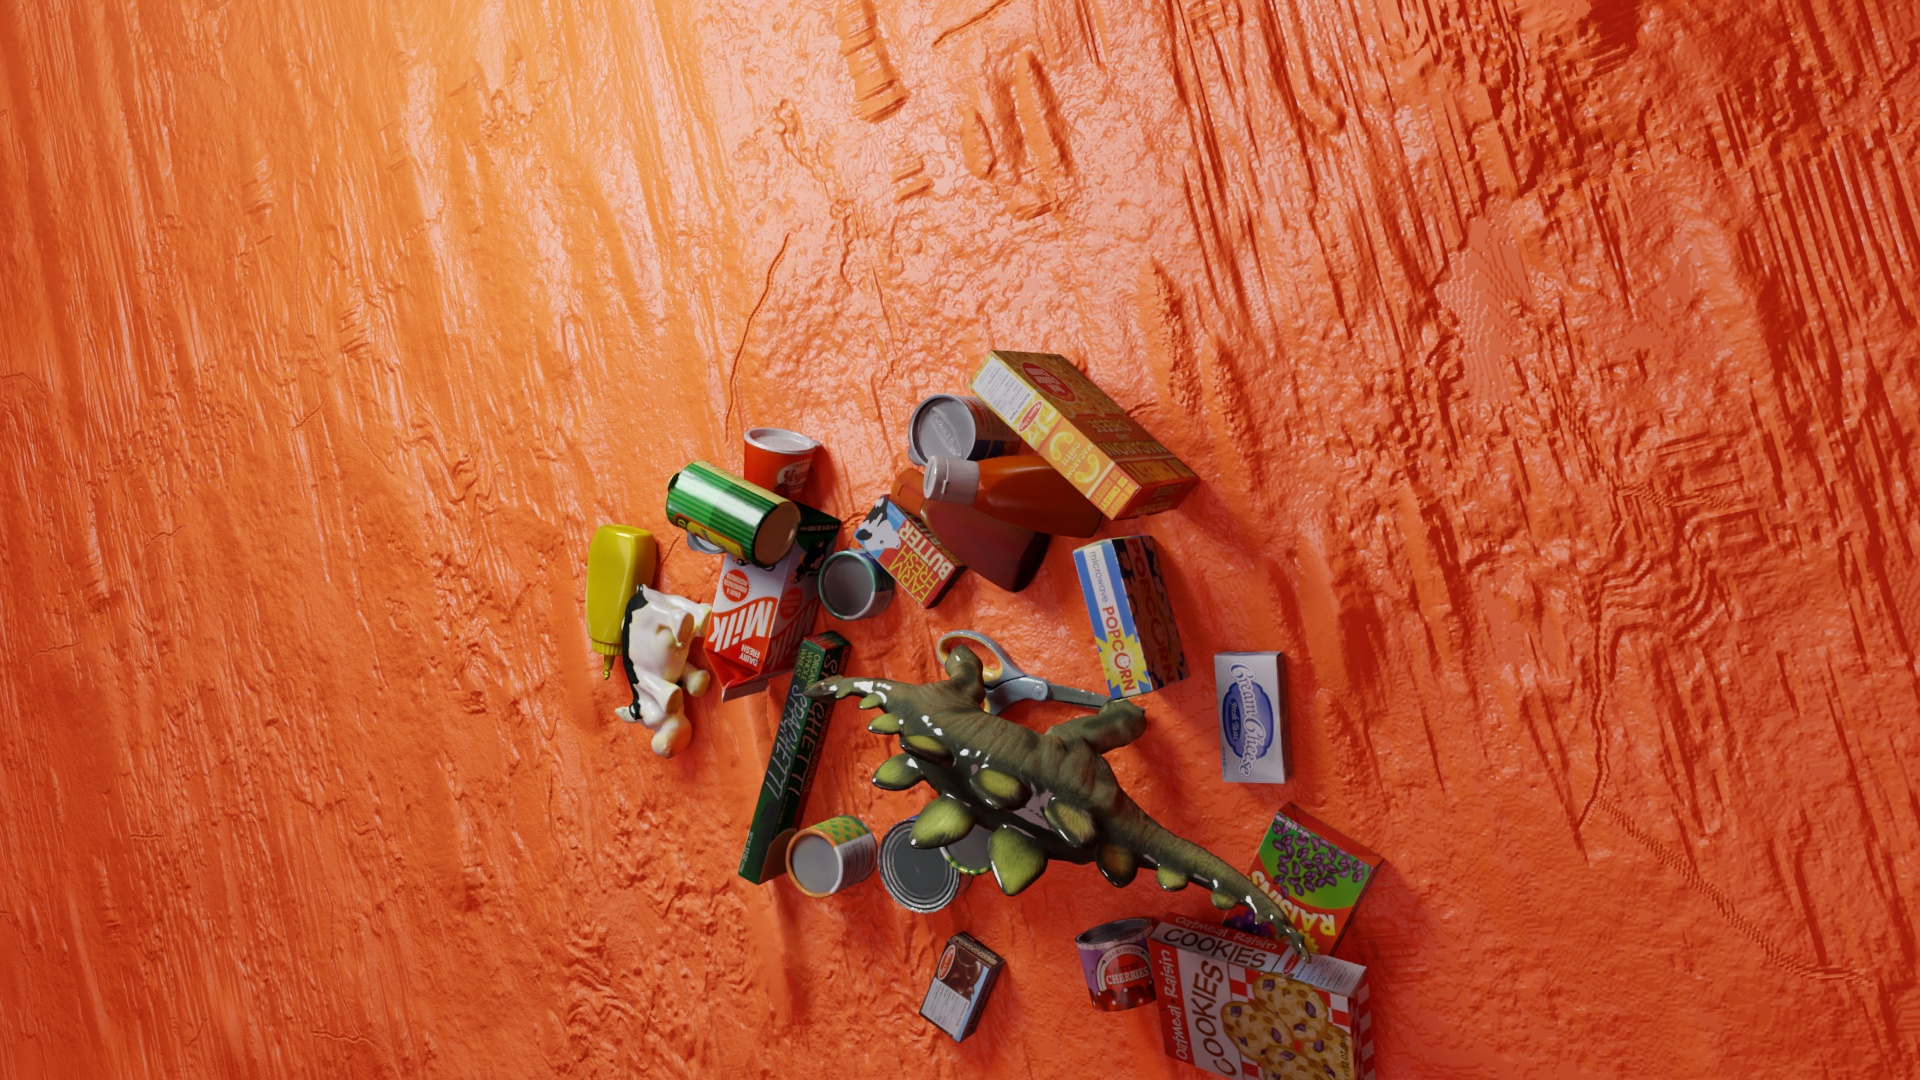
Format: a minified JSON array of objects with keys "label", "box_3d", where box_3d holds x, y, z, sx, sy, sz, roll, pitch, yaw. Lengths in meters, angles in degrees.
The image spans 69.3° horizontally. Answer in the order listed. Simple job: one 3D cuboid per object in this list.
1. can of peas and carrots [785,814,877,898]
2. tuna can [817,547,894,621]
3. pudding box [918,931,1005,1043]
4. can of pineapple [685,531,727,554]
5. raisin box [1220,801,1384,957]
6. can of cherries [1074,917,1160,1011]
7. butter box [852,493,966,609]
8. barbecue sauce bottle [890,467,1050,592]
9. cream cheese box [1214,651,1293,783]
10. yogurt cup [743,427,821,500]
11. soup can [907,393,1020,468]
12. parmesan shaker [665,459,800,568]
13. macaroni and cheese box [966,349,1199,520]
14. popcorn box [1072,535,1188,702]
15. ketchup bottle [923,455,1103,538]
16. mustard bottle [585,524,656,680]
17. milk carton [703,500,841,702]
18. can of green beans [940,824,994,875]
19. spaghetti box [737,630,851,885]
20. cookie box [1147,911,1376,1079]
[{"label":"can of peas and carrots","box_3d":[-0.123,0.295,1.299,0.071,0.059,0.071,1,93,29]},{"label":"tuna can","box_3d":[-0.099,0.039,1.287,0.071,0.033,0.071,2,94,29]},{"label":"pudding box","box_3d":[0.001,0.402,1.251,0.050,0.030,0.083,27,105,27]},{"label":"can of pineapple","box_3d":[-0.224,-0.020,1.340,0.071,0.058,0.071,2,93,29]},{"label":"raisin box","box_3d":[0.264,0.282,1.093,0.086,0.040,0.123,28,104,24]},{"label":"can of cherries","box_3d":[0.134,0.351,1.150,0.071,0.071,0.058,-17,85,29]},{"label":"butter box","box_3d":[-0.046,0.010,1.262,0.104,0.024,0.053,44,112,21]},{"label":"barbecue sauce bottle","box_3d":[0.004,-0.015,1.221,0.149,0.044,0.064,32,107,25]},{"label":"cream cheese box","box_3d":[0.234,0.141,1.111,0.053,0.024,0.103,-4,91,28]},{"label":"yogurt cup","box_3d":[-0.173,-0.071,1.307,0.072,0.072,0.053,22,111,27]},{"label":"soup can","box_3d":[0.003,-0.091,1.195,0.071,0.084,0.071,2,93,30]},{"label":"parmesan shaker","box_3d":[-0.204,-0.024,1.239,0.103,0.071,0.071,25,104,26]},{"label":"macaroni and cheese box","box_3d":[0.100,-0.086,1.118,0.167,0.124,0.040,45,115,20]},{"label":"popcorn box","box_3d":[0.139,0.061,1.125,0.038,0.085,0.126,-17,84,28]},{"label":"ketchup bottle","box_3d":[0.045,-0.042,1.145,0.044,0.149,0.064,-116,37,-63]},{"label":"mustard bottle","box_3d":[-0.353,0.065,1.422,0.065,0.049,0.160,15,100,25]},{"label":"milk carton","box_3d":[-0.183,0.060,1.313,0.073,0.072,0.190,21,103,26]},{"label":"can of green beans","box_3d":[0.022,0.254,1.216,0.071,0.058,0.071,2,94,29]},{"label":"spaghetti box","box_3d":[-0.158,0.207,1.319,0.029,0.050,0.249,22,103,25]},{"label":"cookie box","box_3d":[0.232,0.368,1.078,0.167,0.040,0.122,6,117,37]}]
